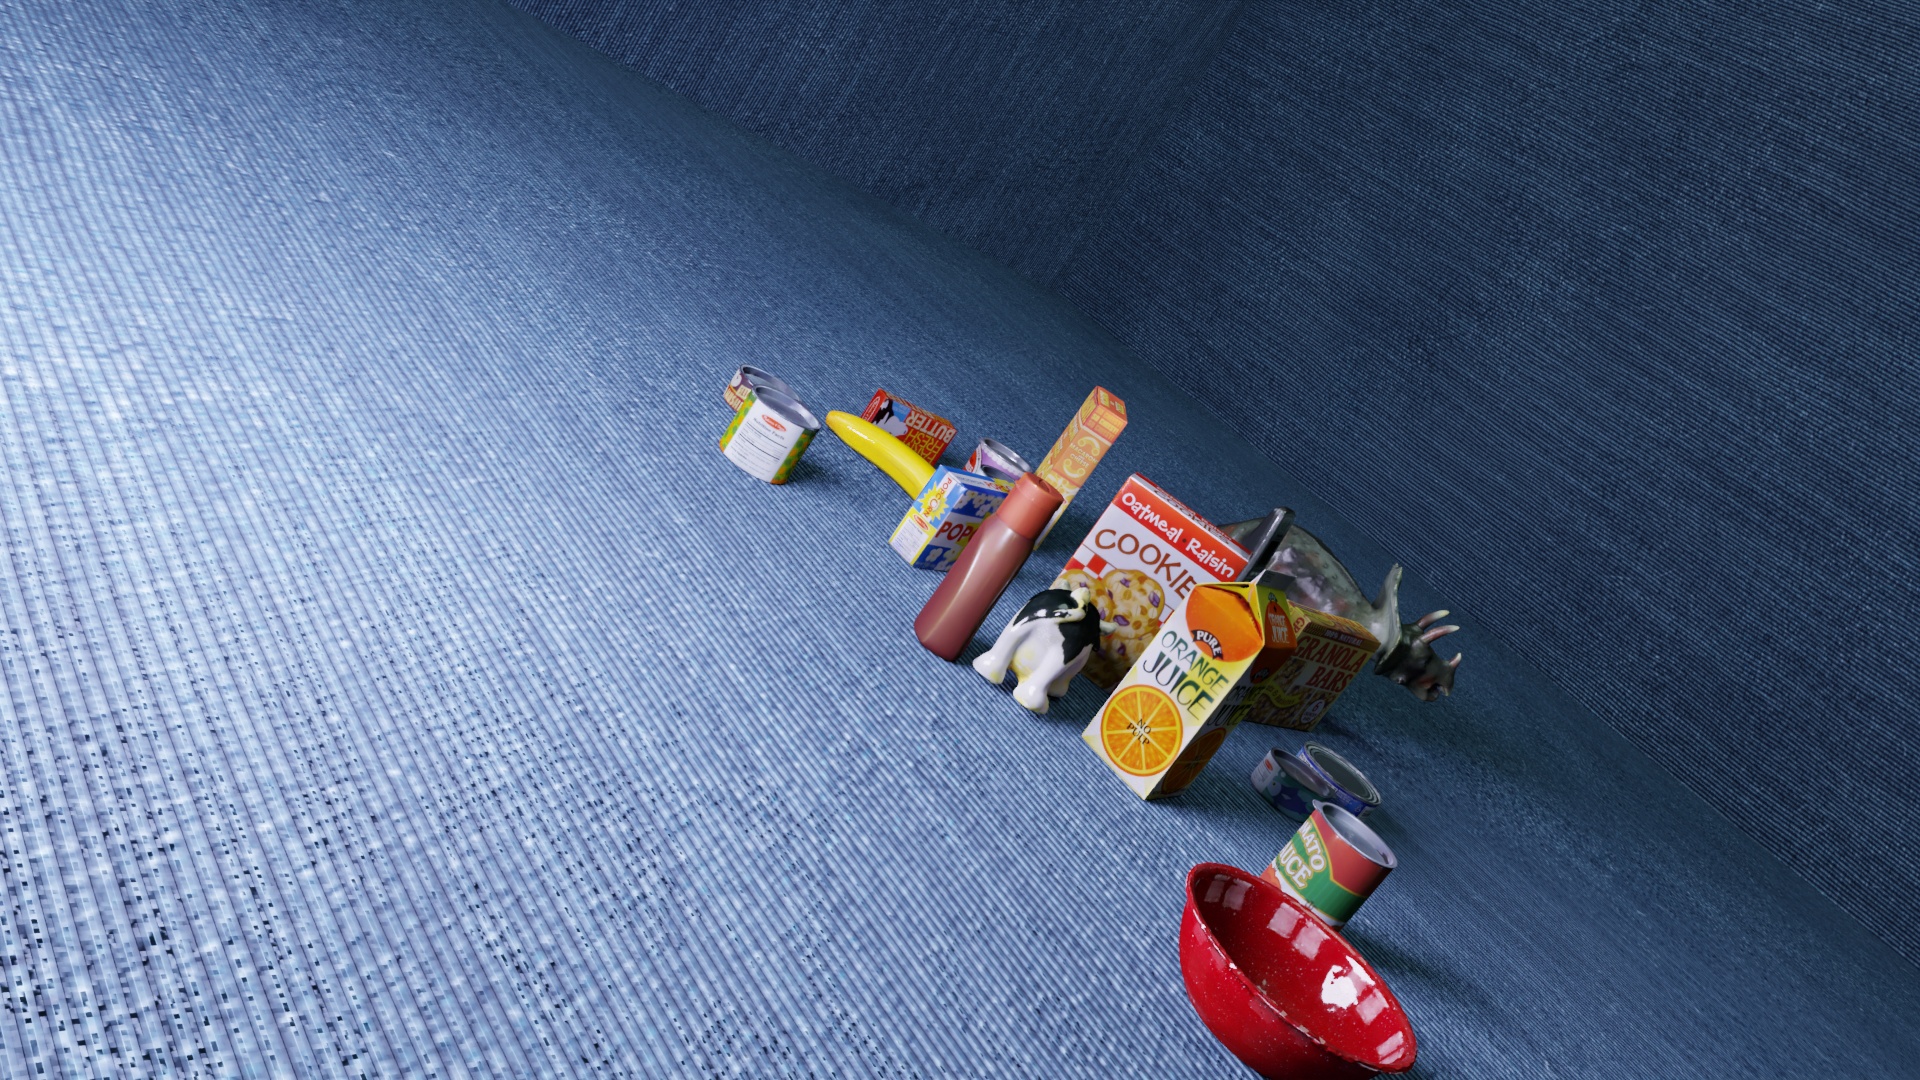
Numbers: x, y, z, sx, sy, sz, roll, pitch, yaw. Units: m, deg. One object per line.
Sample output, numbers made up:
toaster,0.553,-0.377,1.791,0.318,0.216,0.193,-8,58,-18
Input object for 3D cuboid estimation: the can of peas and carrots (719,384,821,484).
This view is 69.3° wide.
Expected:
can of peas and carrots,-0.159,-0.089,1.162,0.071,0.058,0.071,32,16,-10

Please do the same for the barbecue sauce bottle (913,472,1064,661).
barbecue sauce bottle,0.021,0.018,1.043,0.043,0.148,0.065,32,15,-10

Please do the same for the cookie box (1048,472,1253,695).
cookie box,0.151,0.044,1.194,0.123,0.167,0.040,36,15,7

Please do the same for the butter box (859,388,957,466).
butter box,-0.058,-0.117,1.458,0.103,0.053,0.024,21,20,-39

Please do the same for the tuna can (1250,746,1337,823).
tuna can,0.292,0.216,1.219,0.071,0.032,0.071,32,16,-10

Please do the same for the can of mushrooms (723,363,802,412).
can of mushrooms,-0.184,-0.132,1.284,0.071,0.033,0.071,32,16,-10

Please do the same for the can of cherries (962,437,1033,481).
can of cherries,0.034,-0.070,1.497,0.071,0.058,0.072,32,16,-10

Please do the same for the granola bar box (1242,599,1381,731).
granola bar box,0.342,0.129,1.407,0.165,0.124,0.039,16,23,-48

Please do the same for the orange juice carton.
orange juice carton,0.184,0.100,1.049,0.073,0.192,0.072,43,17,30

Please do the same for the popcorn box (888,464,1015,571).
popcorn box,0.004,-0.015,1.224,0.038,0.085,0.127,43,18,29

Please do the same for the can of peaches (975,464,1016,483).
can of peaches,0.034,-0.033,1.387,0.071,0.058,0.071,32,16,-10

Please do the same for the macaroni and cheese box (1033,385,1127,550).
macaroni and cheese box,0.114,-0.081,1.488,0.040,0.166,0.124,33,15,-5

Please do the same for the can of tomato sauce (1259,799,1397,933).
can of tomato sauce,0.256,0.238,0.987,0.071,0.083,0.071,32,15,-10
